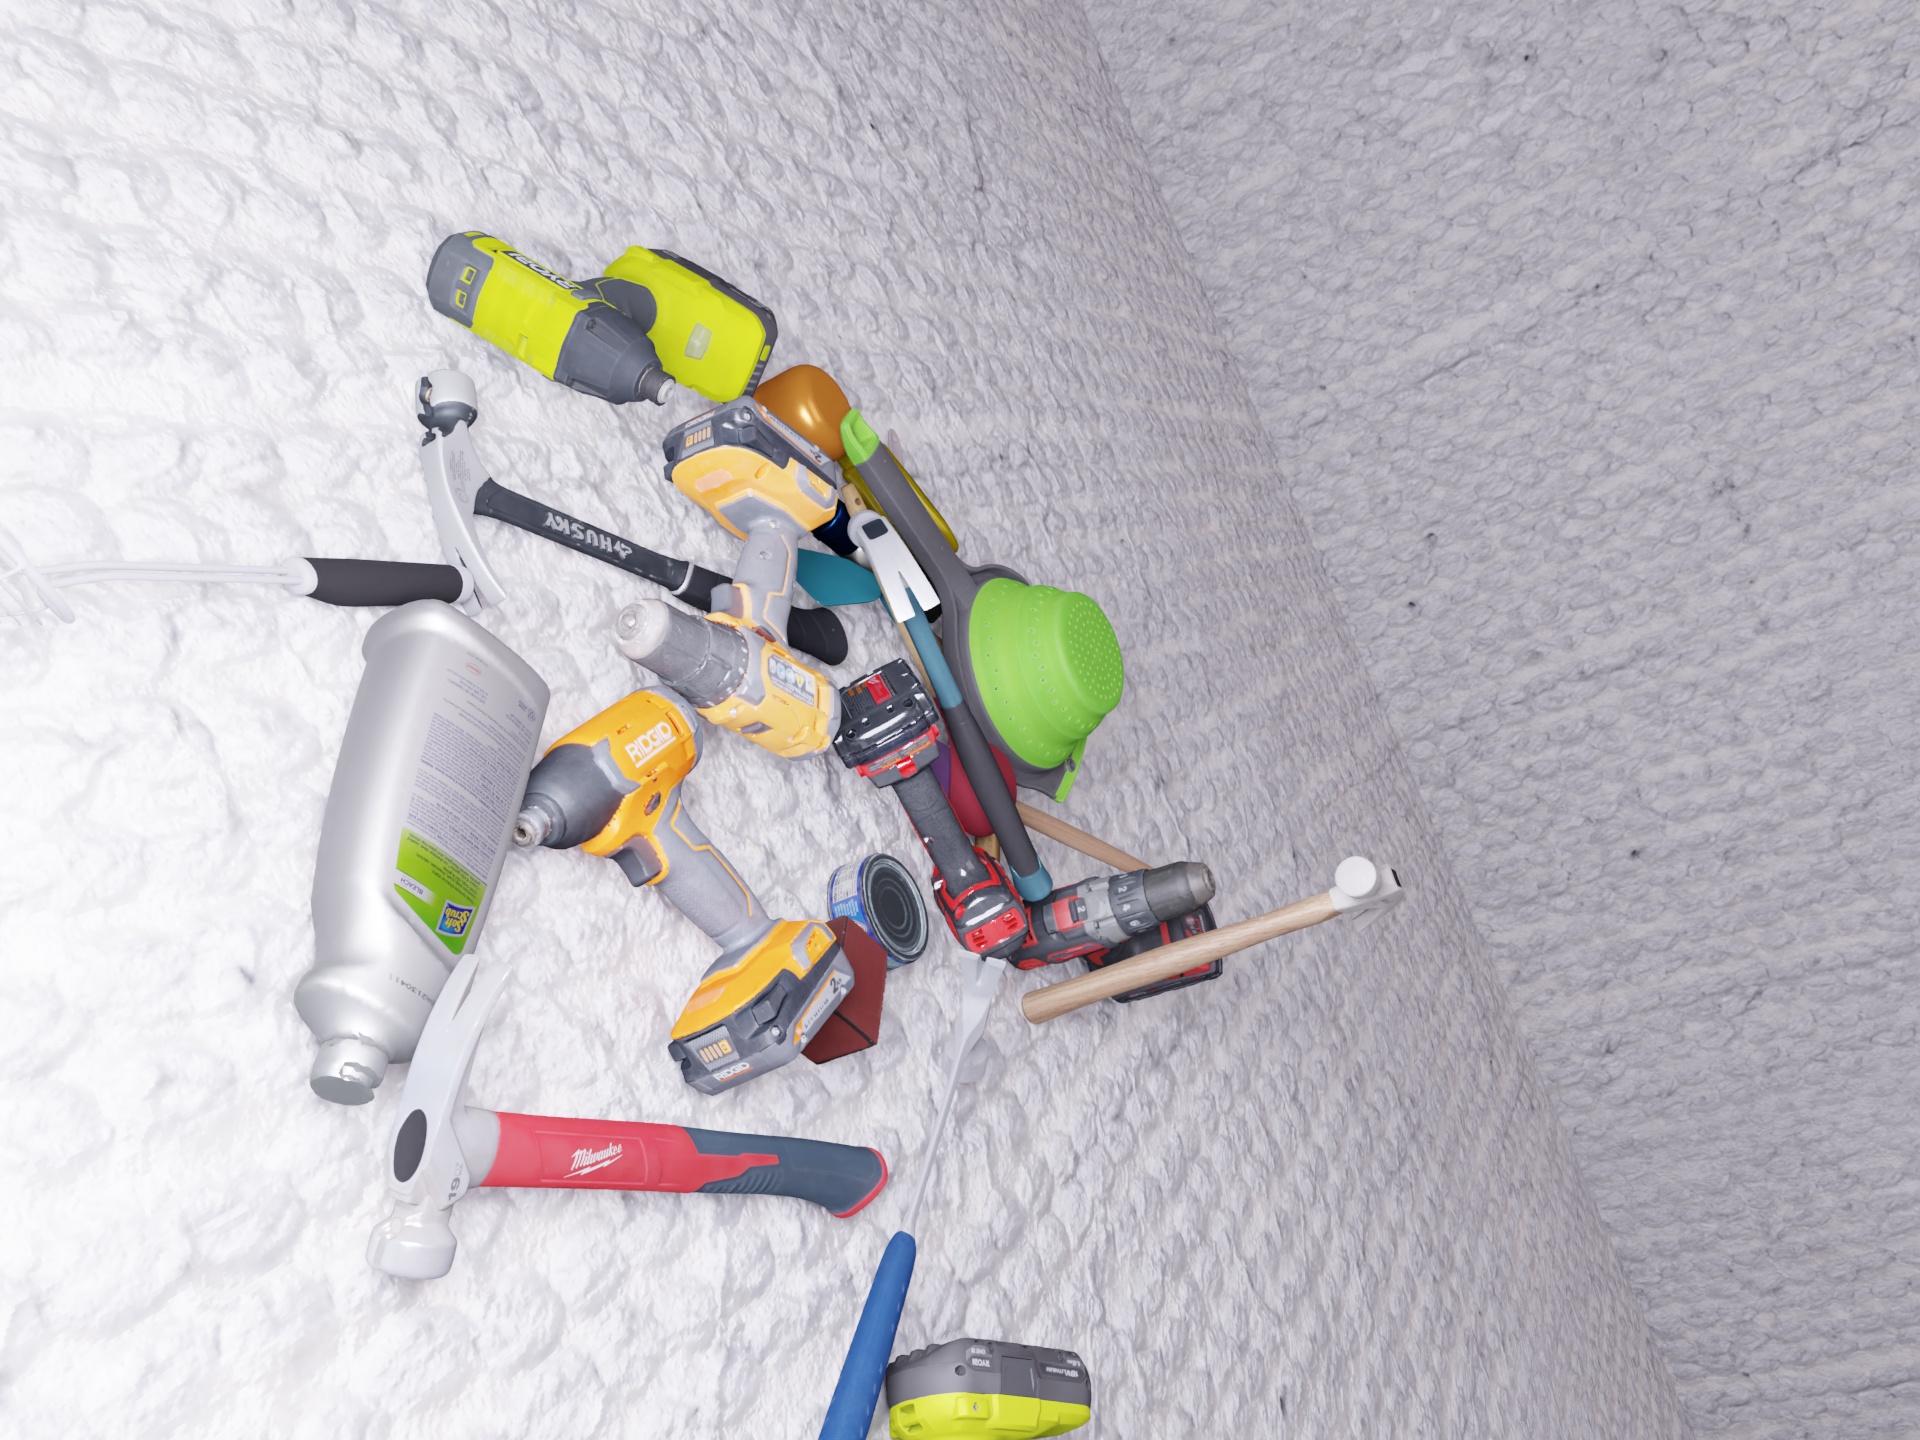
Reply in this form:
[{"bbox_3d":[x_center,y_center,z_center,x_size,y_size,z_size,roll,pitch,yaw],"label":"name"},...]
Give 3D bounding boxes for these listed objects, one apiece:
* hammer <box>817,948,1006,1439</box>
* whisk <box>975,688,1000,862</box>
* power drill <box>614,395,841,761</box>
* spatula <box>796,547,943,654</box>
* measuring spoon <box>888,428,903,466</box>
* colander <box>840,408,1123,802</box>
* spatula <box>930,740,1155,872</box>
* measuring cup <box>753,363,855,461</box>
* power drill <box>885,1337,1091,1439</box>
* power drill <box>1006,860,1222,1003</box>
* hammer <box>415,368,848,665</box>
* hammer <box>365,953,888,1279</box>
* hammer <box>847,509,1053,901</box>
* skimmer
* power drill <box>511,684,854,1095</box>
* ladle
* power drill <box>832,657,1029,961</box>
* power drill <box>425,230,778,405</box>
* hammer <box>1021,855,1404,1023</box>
[{"bbox_3d":[-0.034,0.320,1.012,0.406,0.035,0.144,-69,170,-50],"label":"hammer"},{"bbox_3d":[0.020,0.066,1.383,0.047,0.051,0.245,29,48,-36],"label":"whisk"},{"bbox_3d":[-0.155,-0.102,1.063,0.185,0.084,0.226,31,49,-51],"label":"power drill"},{"bbox_3d":[-0.050,-0.074,1.364,0.082,0.044,0.317,48,5,34],"label":"spatula"},{"bbox_3d":[-0.065,-0.235,1.499,0.034,0.018,0.124,46,26,-37],"label":"measuring spoon"},{"bbox_3d":[0.037,-0.109,1.358,0.396,0.094,0.205,55,36,-26],"label":"colander"},{"bbox_3d":[0.057,0.084,1.366,0.315,0.018,0.060,26,63,-30],"label":"spatula"},{"bbox_3d":[-0.149,-0.270,1.312,0.173,0.052,0.095,32,42,-53],"label":"measuring cup"},{"bbox_3d":[0.034,0.505,0.958,0.190,0.080,0.229,22,48,-34],"label":"power drill"},{"bbox_3d":[0.158,0.179,1.388,0.226,0.188,0.080,30,45,-58],"label":"power drill"},{"bbox_3d":[-0.202,-0.099,1.091,0.408,0.036,0.149,22,51,-57],"label":"hammer"},{"bbox_3d":[-0.149,0.225,0.872,0.386,0.038,0.143,29,71,-57],"label":"hammer"},{"bbox_3d":[-0.002,-0.004,1.234,0.330,0.033,0.128,66,-5,-20],"label":"hammer"},{"bbox_3d":[-0.345,-0.093,0.744,0.127,0.090,0.363,40,17,17],"label":"skimmer"},{"bbox_3d":[-0.170,0.102,0.938,0.226,0.084,0.164,59,27,-7],"label":"power drill"},{"bbox_3d":[-0.026,-0.045,1.283,0.069,0.031,0.315,-33,107,-30],"label":"ladle"},{"bbox_3d":[-0.023,0.070,1.223,0.219,0.078,0.143,62,-2,-19],"label":"power drill"},{"bbox_3d":[-0.223,-0.262,1.069,0.171,0.080,0.223,31,22,11],"label":"power drill"},{"bbox_3d":[0.198,0.184,1.284,0.130,0.331,0.031,23,48,-57],"label":"hammer"}]
